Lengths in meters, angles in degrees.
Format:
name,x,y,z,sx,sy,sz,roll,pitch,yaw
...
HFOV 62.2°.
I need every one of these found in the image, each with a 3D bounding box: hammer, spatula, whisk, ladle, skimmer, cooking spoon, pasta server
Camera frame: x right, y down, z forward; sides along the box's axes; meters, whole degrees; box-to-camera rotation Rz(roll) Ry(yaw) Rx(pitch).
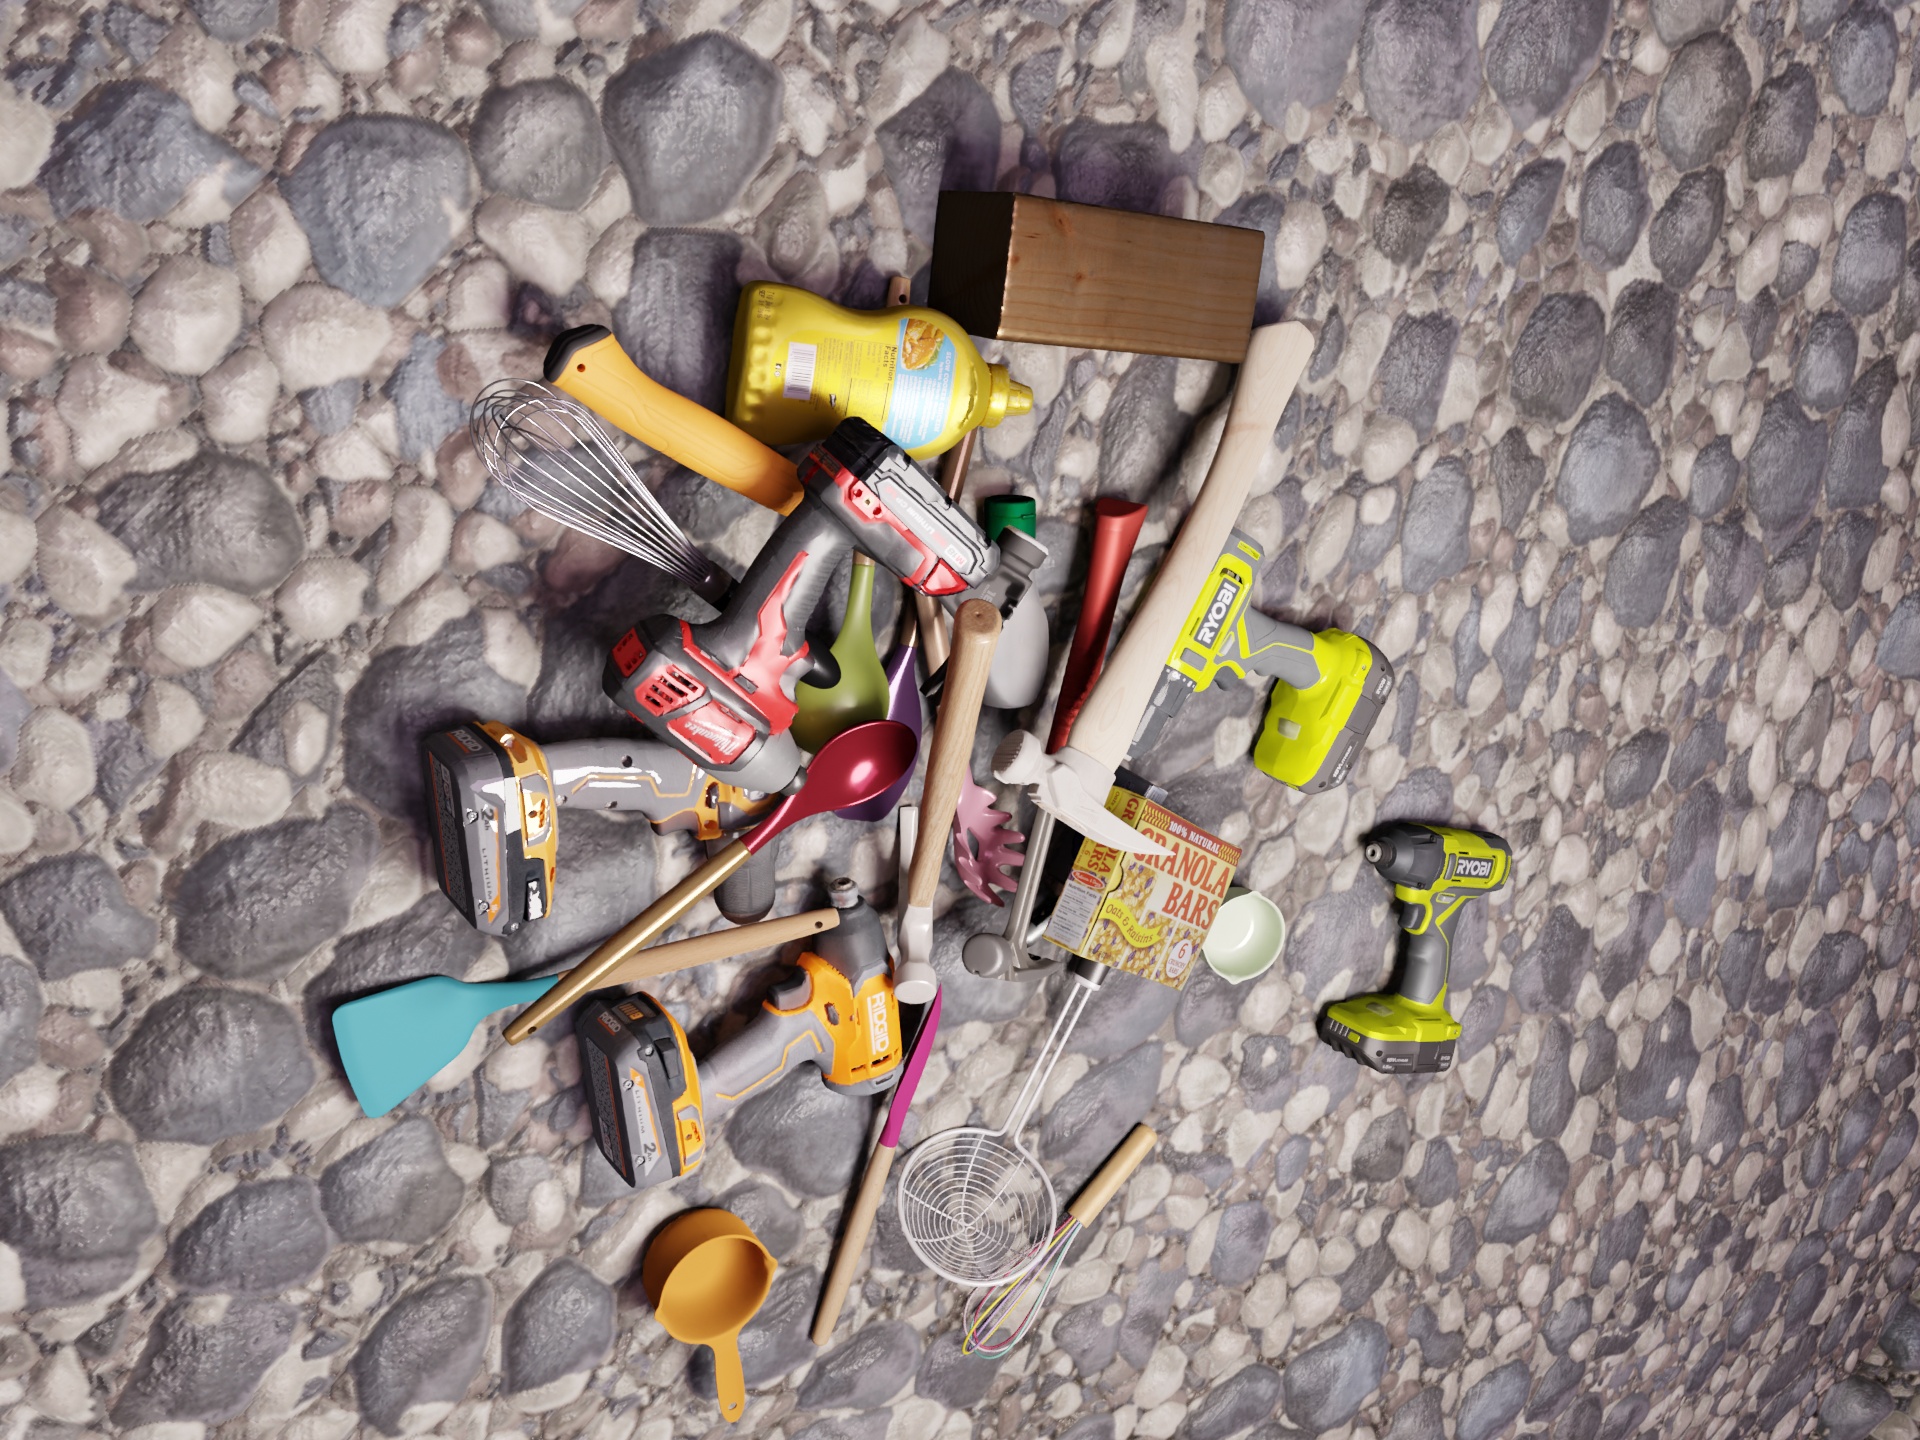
name,x,y,z,sx,sy,sz,roll,pitch,yaw
hammer,-0.012,0.045,1.038,0.031,0.130,0.331,4,139,-7
spatula,-0.231,0.170,1.022,0.317,0.044,0.082,-14,112,-11
whisk,0.085,0.443,1.355,0.245,0.051,0.047,-47,120,-14
ladle,-0.155,0.097,1.001,0.315,0.031,0.069,-39,140,-18
whisk,-0.175,-0.104,0.960,0.284,0.070,0.070,39,84,-30
skimmer,0.071,0.262,1.247,0.127,0.090,0.363,27,88,8
spatula,-0.028,-0.077,1.107,0.059,0.018,0.316,7,104,-33
cooking spoon,-0.063,0.346,1.222,0.017,0.069,0.319,19,104,1
pasta server,-0.002,-0.004,1.125,0.060,0.040,0.316,-41,132,-41
ladle,-0.066,-0.131,1.056,0.078,0.062,0.320,4,98,-29
hammer,-0.103,-0.130,0.966,0.336,0.034,0.127,29,98,-31
hammer,0.169,-0.105,1.139,0.146,0.038,0.411,32,75,-22
hammer,0.080,0.015,1.168,0.149,0.037,0.359,18,86,-68

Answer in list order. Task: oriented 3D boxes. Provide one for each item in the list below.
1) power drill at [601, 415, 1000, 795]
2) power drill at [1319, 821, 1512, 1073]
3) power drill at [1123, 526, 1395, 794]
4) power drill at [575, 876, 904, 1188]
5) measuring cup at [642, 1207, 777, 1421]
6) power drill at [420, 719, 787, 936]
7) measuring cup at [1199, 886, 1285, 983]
name,x,y,z,sx,sy,sz,roll,pitch,yaw
power drill,-0.090,-0.058,0.940,0.219,0.079,0.143,-46,122,2
power drill,0.413,0.205,1.464,0.171,0.080,0.223,7,99,-35
power drill,0.221,-0.029,1.252,0.228,0.080,0.190,27,90,-34
power drill,-0.143,0.209,1.099,0.226,0.084,0.164,-18,116,-32
measuring cup,-0.184,0.438,1.172,0.095,0.052,0.173,-16,117,-28
power drill,-0.210,0.066,1.006,0.226,0.084,0.185,-15,117,-33
measuring cup,0.191,0.172,1.336,0.167,0.038,0.083,8,100,-18
